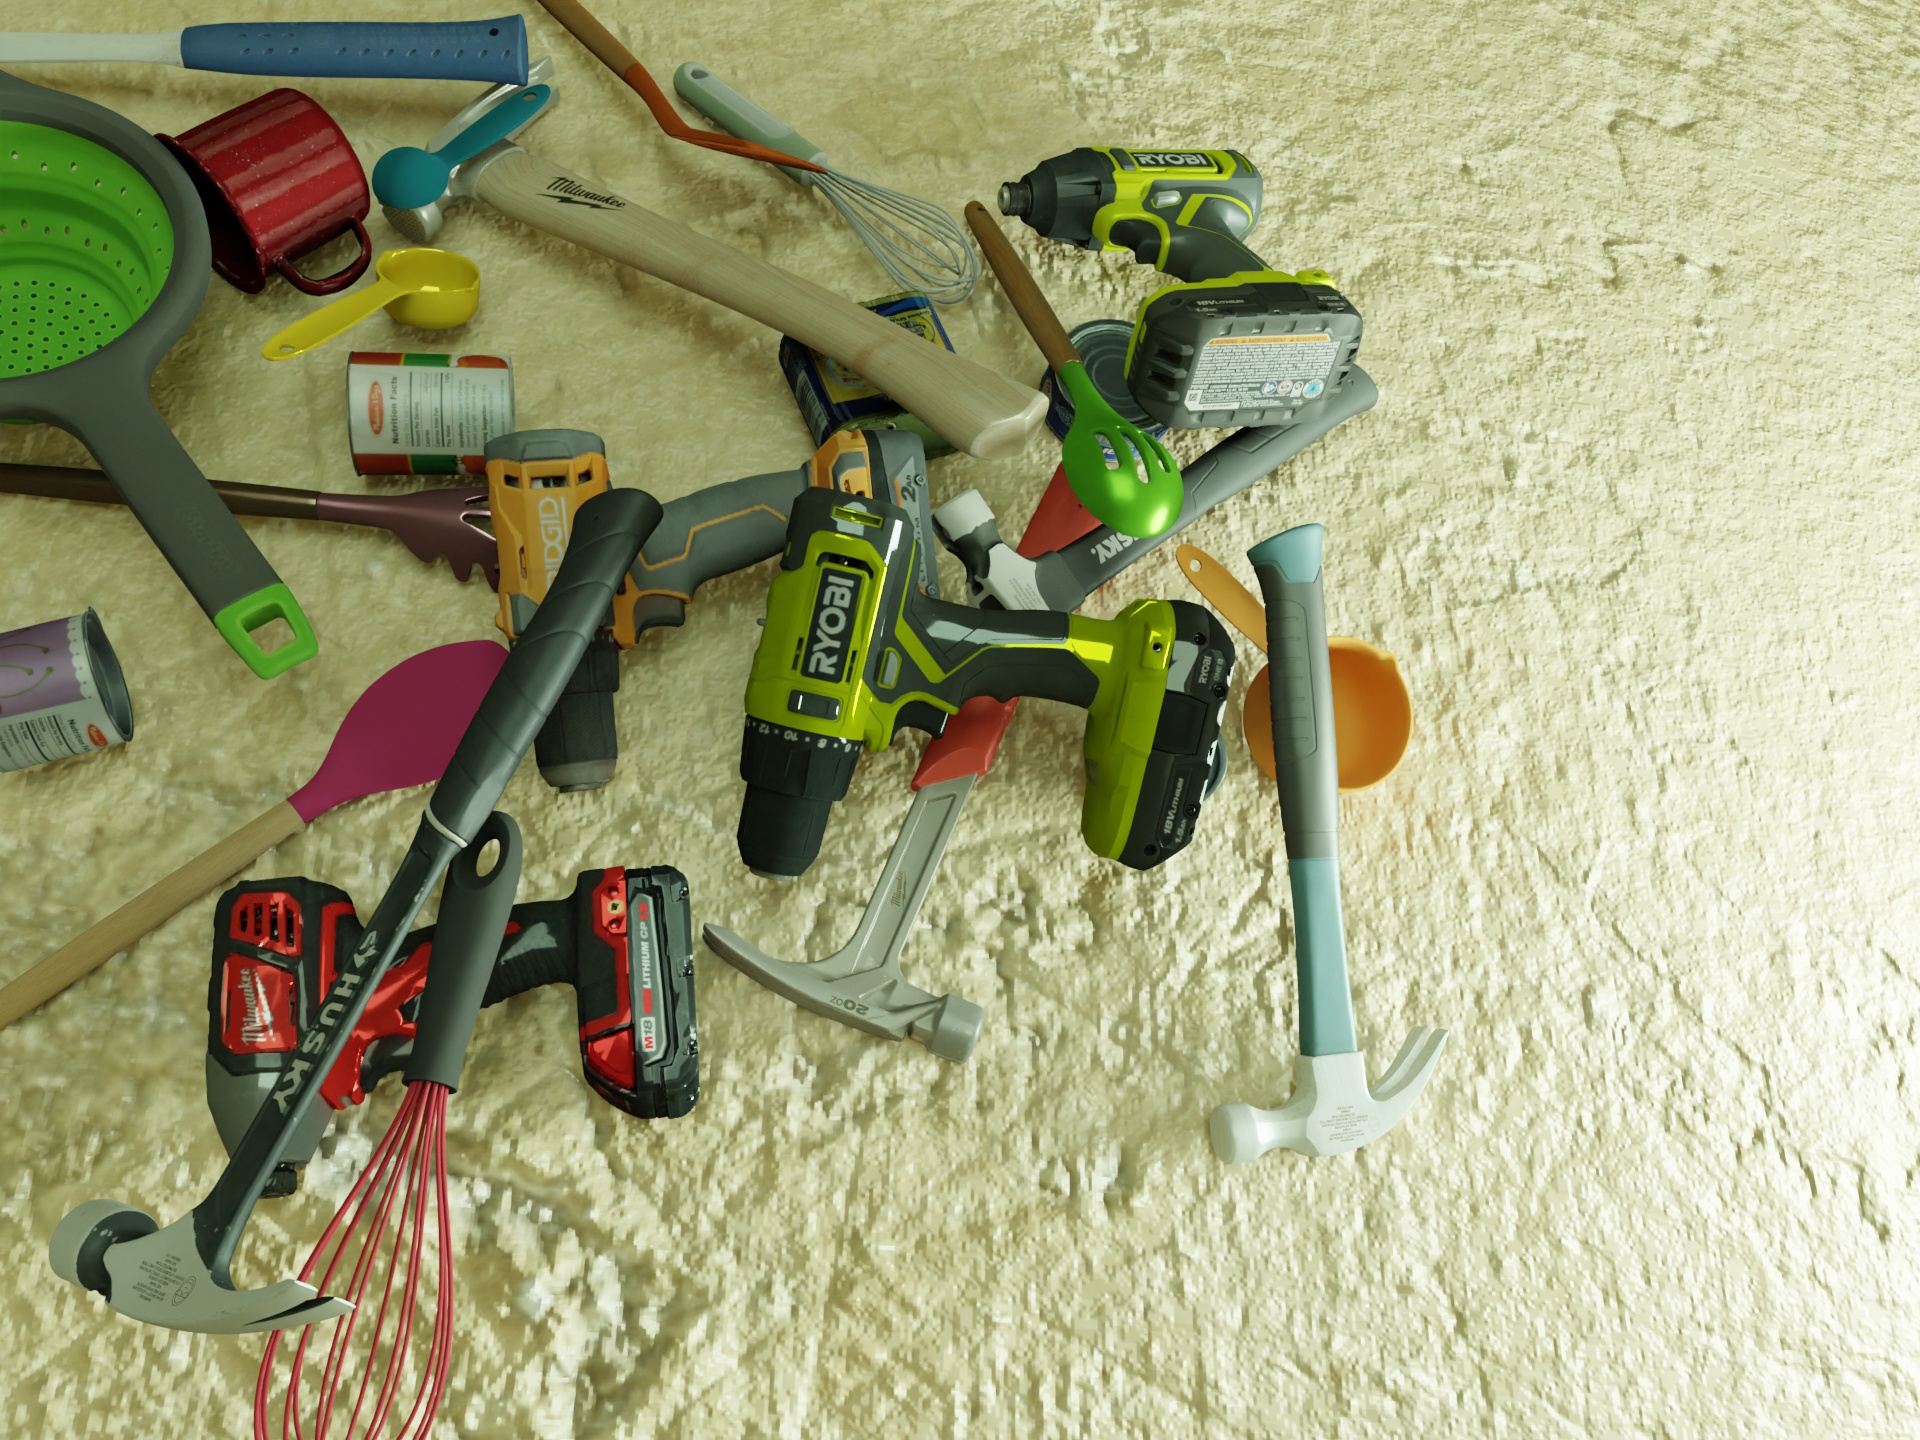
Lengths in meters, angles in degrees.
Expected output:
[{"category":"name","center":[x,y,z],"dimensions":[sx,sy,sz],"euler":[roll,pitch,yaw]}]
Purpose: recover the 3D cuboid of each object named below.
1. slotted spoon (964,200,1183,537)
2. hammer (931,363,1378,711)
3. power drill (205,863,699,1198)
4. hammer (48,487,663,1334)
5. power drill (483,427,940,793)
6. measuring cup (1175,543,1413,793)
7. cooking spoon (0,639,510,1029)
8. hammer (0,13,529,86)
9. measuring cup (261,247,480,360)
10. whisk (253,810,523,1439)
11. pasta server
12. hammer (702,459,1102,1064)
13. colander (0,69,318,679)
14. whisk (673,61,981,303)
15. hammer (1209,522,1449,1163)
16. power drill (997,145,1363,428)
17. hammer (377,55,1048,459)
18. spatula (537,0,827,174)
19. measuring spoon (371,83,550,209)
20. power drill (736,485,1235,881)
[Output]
[{"category":"slotted spoon","center":[0.054,-0.219,0.927],"dimensions":[0.070,0.031,0.314],"euler":[-2,47,-23]},{"category":"hammer","center":[0.141,-0.130,0.932],"dimensions":[0.335,0.035,0.146],"euler":[-35,90,-32]},{"category":"power drill","center":[-0.234,0.141,0.742],"dimensions":[0.219,0.078,0.143],"euler":[-3,68,-10]},{"category":"hammer","center":[-0.230,0.062,0.689],"dimensions":[0.149,0.036,0.409],"euler":[4,59,34]},{"category":"power drill","center":[-0.129,-0.063,0.838],"dimensions":[0.226,0.084,0.185],"euler":[-6,88,-14]},{"category":"measuring cup","center":[0.174,-0.031,0.893],"dimensions":[0.173,0.052,0.095],"euler":[45,74,-5]},{"category":"cooking spoon","center":[-0.350,0.060,0.781],"dimensions":[0.319,0.017,0.069],"euler":[-38,79,-24]},{"category":"hammer","center":[-0.459,-0.384,0.920],"dimensions":[0.405,0.035,0.144],"euler":[-3,68,-7]},{"category":"measuring cup","center":[-0.323,-0.218,0.871],"dimensions":[0.062,0.029,0.157],"euler":[24,41,11]},{"category":"whisk","center":[-0.227,0.171,0.663],"dimensions":[0.073,0.073,0.296],"euler":[10,61,-7]},{"category":"pasta server","center":[-0.368,-0.113,0.849],"dimensions":[0.316,0.040,0.060],"euler":[5,66,-6]},{"category":"hammer","center":[-0.001,-0.003,0.872],"dimensions":[0.149,0.036,0.359],"euler":[24,65,-1]},{"category":"colander","center":[-0.444,-0.161,0.810],"dimensions":[0.204,0.094,0.397],"euler":[-34,77,-27]},{"category":"whisk","center":[-0.085,-0.340,0.993],"dimensions":[0.246,0.059,0.058],"euler":[38,53,11]},{"category":"hammer","center":[0.184,0.059,0.839],"dimensions":[0.128,0.033,0.331],"euler":[-2,84,-16]},{"category":"power drill","center":[0.130,-0.274,0.963],"dimensions":[0.171,0.080,0.223],"euler":[-6,47,-18]},{"category":"hammer","center":[-0.129,-0.260,0.909],"dimensions":[0.411,0.038,0.146],"euler":[28,63,15]},{"category":"spatula","center":[-0.212,-0.423,0.988],"dimensions":[0.323,0.041,0.081],"euler":[46,26,18]},{"category":"measuring spoon","center":[-0.287,-0.340,0.917],"dimensions":[0.042,0.021,0.129],"euler":[35,65,17]},{"category":"power drill","center":[0.005,0.001,0.793],"dimensions":[0.228,0.080,0.190],"euler":[12,93,-9]}]
